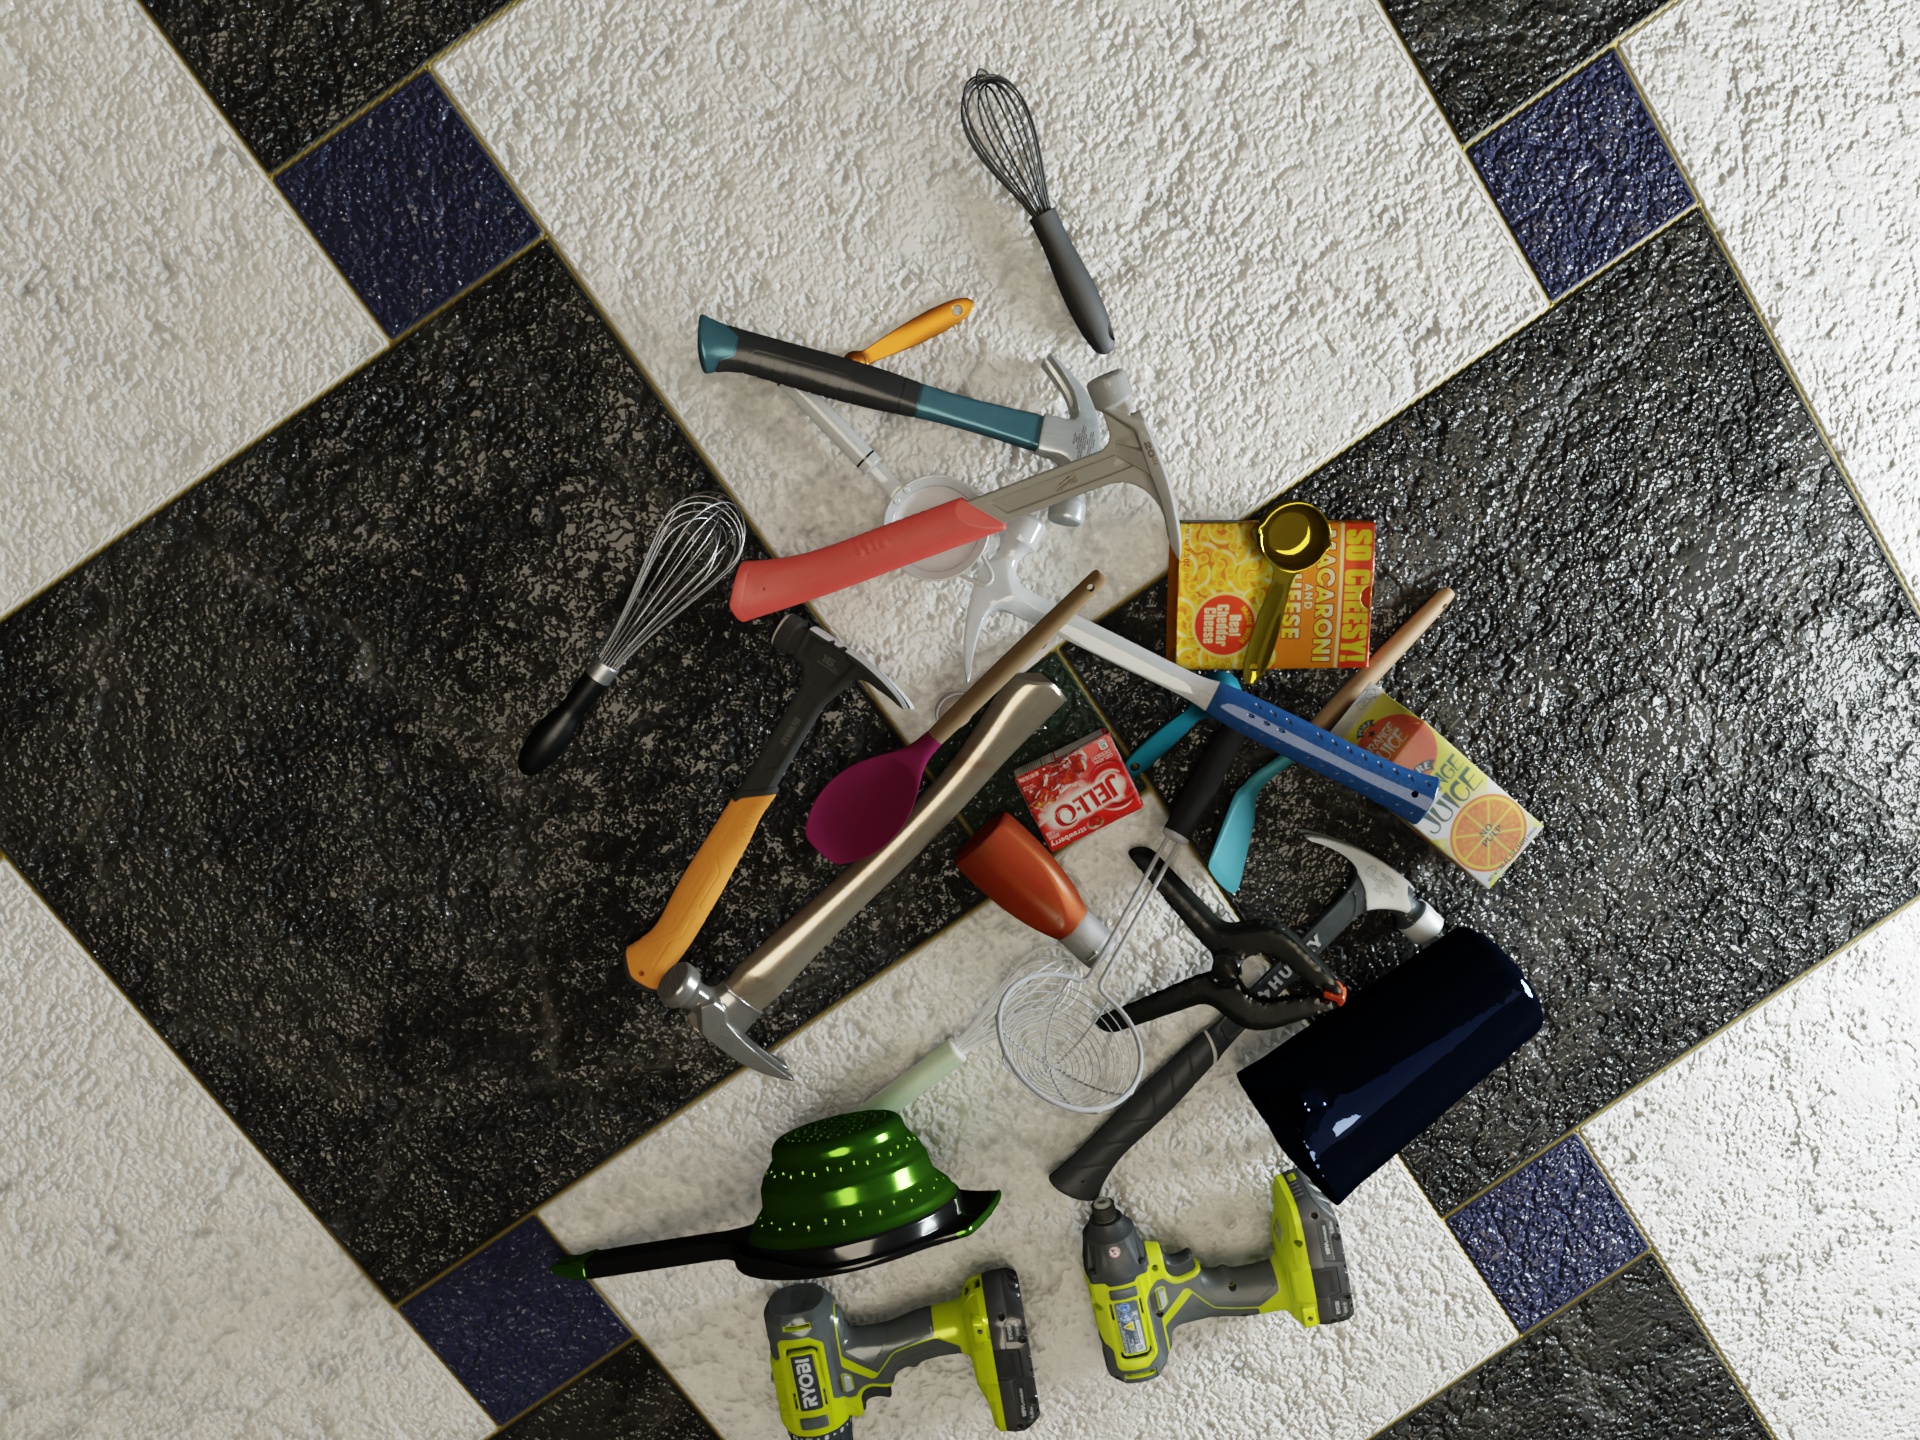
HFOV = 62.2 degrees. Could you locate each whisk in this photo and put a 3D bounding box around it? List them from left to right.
[{"bbox_3d":[-0.268,-0.065,1.277,0.070,0.070,0.284,37,100,-11],"label":"whisk"},{"bbox_3d":[0.003,0.279,1.373,0.246,0.057,0.059,-38,67,5],"label":"whisk"},{"bbox_3d":[0.065,-0.398,1.253,0.055,0.055,0.239,-28,105,0],"label":"whisk"}]

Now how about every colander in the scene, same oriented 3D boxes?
[{"bbox_3d":[-0.170,0.396,1.328,0.397,0.204,0.094,-13,87,15],"label":"colander"}]

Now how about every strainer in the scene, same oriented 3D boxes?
[{"bbox_3d":[-0.067,-0.202,1.278,0.087,0.050,0.258,-45,95,0],"label":"strainer"}]

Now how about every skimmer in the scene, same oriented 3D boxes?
[{"bbox_3d":[0.152,0.145,1.293,0.127,0.090,0.363,30,81,3],"label":"skimmer"}]

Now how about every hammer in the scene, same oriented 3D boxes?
[{"bbox_3d":[-0.174,0.085,1.311,0.127,0.034,0.337,34,98,9],"label":"hammer"},{"bbox_3d":[-0.060,0.123,1.331,0.410,0.038,0.146,-45,118,0],"label":"hammer"},{"bbox_3d":[-0.047,-0.255,1.253,0.331,0.033,0.128,14,83,-9],"label":"hammer"},{"bbox_3d":[-0.013,-0.141,1.242,0.359,0.037,0.149,-19,103,14],"label":"hammer"},{"bbox_3d":[0.190,-0.019,1.283,0.405,0.035,0.144,26,86,2],"label":"hammer"},{"bbox_3d":[0.229,0.269,1.394,0.149,0.036,0.409,44,94,-10],"label":"hammer"}]

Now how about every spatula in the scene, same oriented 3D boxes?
[{"bbox_3d":[0.314,0.010,1.350,0.317,0.044,0.082,-47,145,0],"label":"spatula"}]

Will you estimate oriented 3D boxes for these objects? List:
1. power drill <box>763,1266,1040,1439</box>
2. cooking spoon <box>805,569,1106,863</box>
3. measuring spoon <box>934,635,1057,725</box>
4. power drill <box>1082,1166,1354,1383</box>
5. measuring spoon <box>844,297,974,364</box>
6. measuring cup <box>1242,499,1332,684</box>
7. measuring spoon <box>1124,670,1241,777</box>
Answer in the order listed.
[{"bbox_3d":[-0.050,0.582,1.404,0.228,0.080,0.190,-10,101,-1],"label":"power drill"},{"bbox_3d":[-0.002,-0.004,1.262,0.319,0.017,0.068,-44,97,9],"label":"cooking spoon"},{"bbox_3d":[0.028,-0.037,1.331,0.124,0.018,0.034,-37,127,-5],"label":"measuring spoon"},{"bbox_3d":[0.223,0.482,1.410,0.223,0.080,0.171,-13,105,0],"label":"power drill"},{"bbox_3d":[-0.041,-0.309,1.275,0.117,0.011,0.021,-27,102,0],"label":"measuring spoon"},{"bbox_3d":[0.255,-0.105,1.296,0.062,0.029,0.156,12,110,-6],"label":"measuring cup"},{"bbox_3d":[0.185,0.010,1.338,0.128,0.021,0.042,-43,113,14],"label":"measuring spoon"}]
